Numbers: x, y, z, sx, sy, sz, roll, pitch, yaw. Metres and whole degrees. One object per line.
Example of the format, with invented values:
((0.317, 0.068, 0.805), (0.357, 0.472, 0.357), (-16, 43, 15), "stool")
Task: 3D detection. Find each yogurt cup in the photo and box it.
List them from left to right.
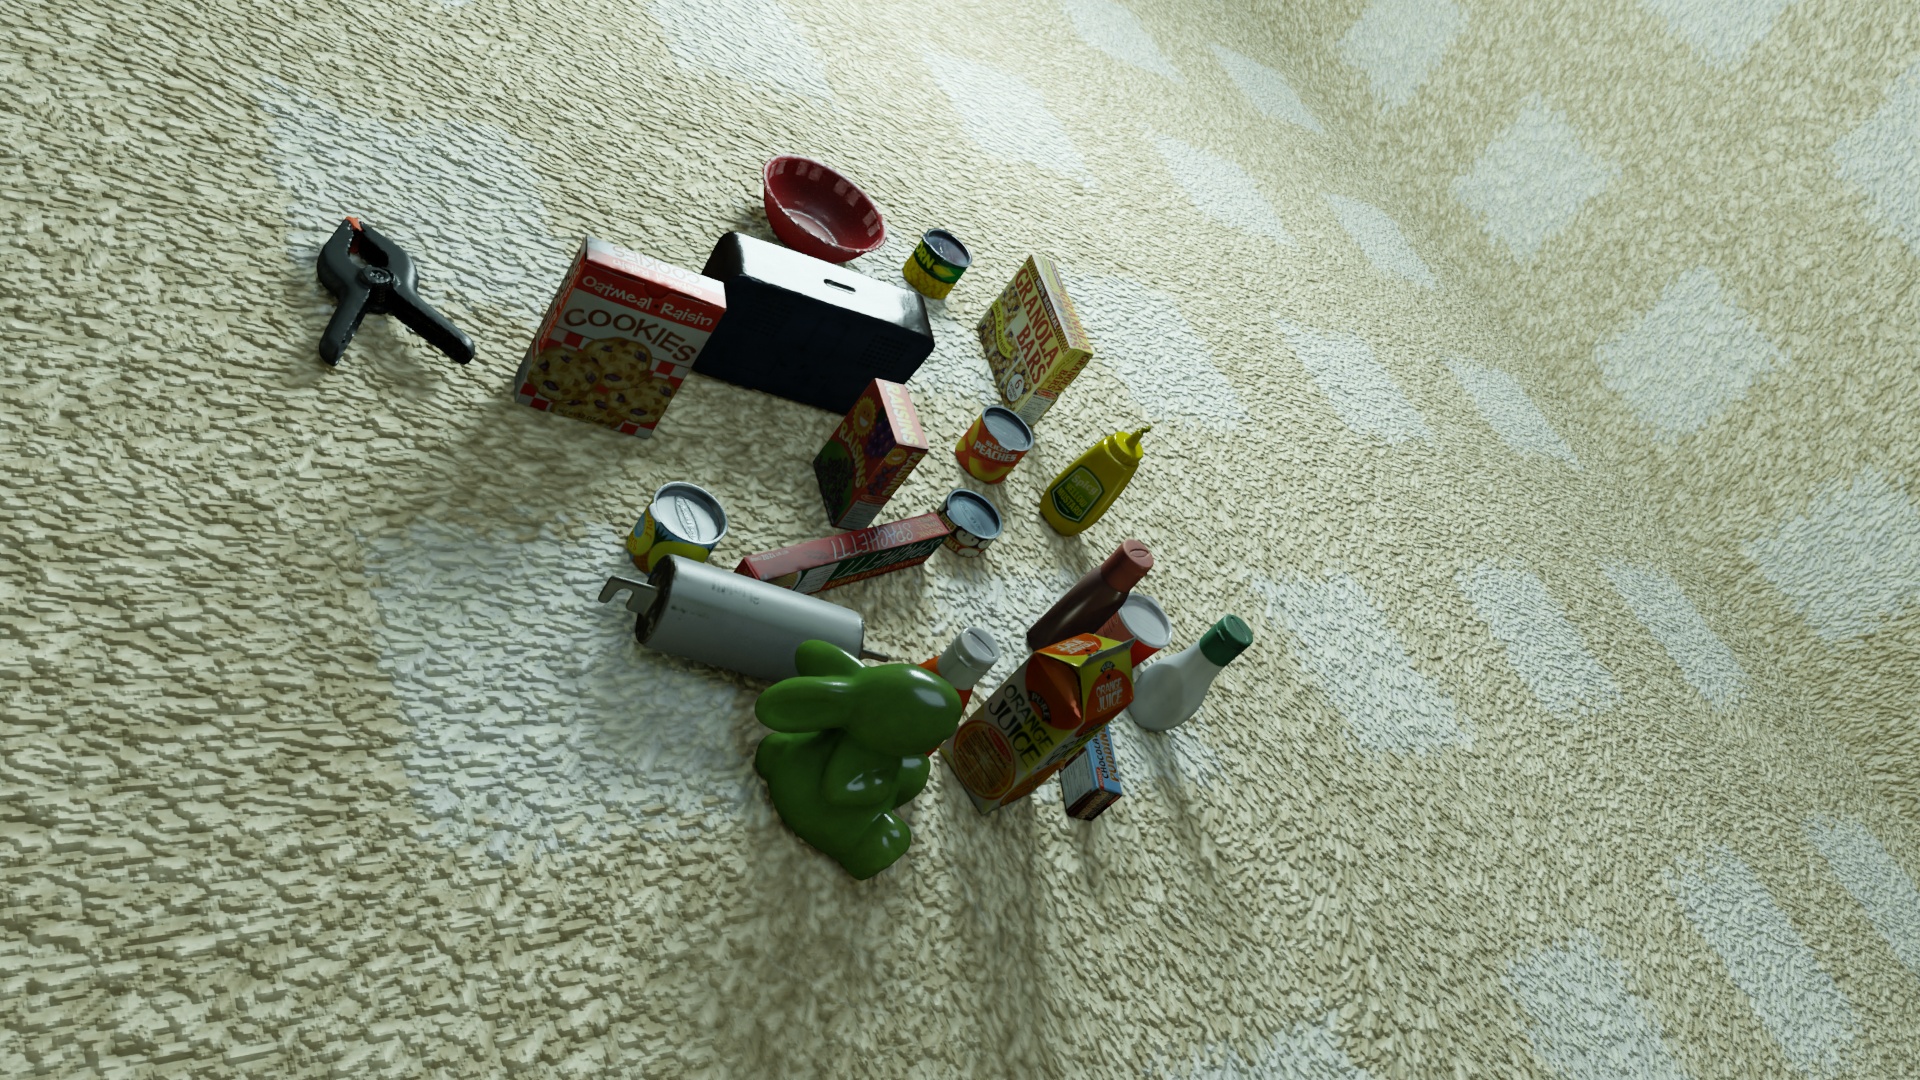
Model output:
((0.174, 0.095, 1.416), (0.072, 0.053, 0.073), (24, 39, -21), "yogurt cup")

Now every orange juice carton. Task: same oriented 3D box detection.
((0.072, 0.143, 1.156), (0.072, 0.191, 0.073), (-13, 61, -48), "orange juice carton")

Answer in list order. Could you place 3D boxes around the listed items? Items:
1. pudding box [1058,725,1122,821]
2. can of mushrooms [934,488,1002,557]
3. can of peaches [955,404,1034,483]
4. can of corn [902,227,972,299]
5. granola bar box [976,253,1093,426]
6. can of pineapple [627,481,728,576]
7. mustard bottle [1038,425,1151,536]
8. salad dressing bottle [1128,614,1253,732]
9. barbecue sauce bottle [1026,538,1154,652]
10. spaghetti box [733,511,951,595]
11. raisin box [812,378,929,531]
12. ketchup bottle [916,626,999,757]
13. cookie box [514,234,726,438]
((0.114, 0.203, 1.251), (0.030, 0.049, 0.084), (20, 41, -27), "pudding box")
((0.005, -0.018, 1.401), (0.071, 0.033, 0.071), (24, 39, -21), "can of mushrooms")
((0.036, -0.102, 1.497), (0.071, 0.057, 0.071), (24, 39, -21), "can of peaches")
((-0.030, -0.336, 1.686), (0.071, 0.058, 0.071), (24, 39, -21), "can of corn")
((0.085, -0.235, 1.626), (0.039, 0.123, 0.166), (13, 44, -33), "granola bar box")
((-0.236, -0.006, 1.150), (0.071, 0.057, 0.071), (24, 39, -21), "can of pineapple")
((0.149, -0.071, 1.480), (0.065, 0.159, 0.049), (48, 36, 10), "mustard bottle")
((0.223, 0.128, 1.345), (0.044, 0.147, 0.064), (-1, 53, -43), "salad dressing bottle")
((0.127, 0.058, 1.333), (0.065, 0.147, 0.044), (-3, 54, -44), "barbecue sauce bottle")
((-0.106, 0.018, 1.249), (0.251, 0.050, 0.029), (-15, 63, -49), "spaghetti box")
((-0.086, -0.079, 1.308), (0.040, 0.122, 0.086), (10, 45, -35), "raisin box")
((-0.023, 0.127, 1.124), (0.065, 0.148, 0.044), (44, 36, 5), "ketchup bottle")
((-0.290, -0.168, 1.179), (0.123, 0.166, 0.040), (15, 43, -31), "cookie box")
